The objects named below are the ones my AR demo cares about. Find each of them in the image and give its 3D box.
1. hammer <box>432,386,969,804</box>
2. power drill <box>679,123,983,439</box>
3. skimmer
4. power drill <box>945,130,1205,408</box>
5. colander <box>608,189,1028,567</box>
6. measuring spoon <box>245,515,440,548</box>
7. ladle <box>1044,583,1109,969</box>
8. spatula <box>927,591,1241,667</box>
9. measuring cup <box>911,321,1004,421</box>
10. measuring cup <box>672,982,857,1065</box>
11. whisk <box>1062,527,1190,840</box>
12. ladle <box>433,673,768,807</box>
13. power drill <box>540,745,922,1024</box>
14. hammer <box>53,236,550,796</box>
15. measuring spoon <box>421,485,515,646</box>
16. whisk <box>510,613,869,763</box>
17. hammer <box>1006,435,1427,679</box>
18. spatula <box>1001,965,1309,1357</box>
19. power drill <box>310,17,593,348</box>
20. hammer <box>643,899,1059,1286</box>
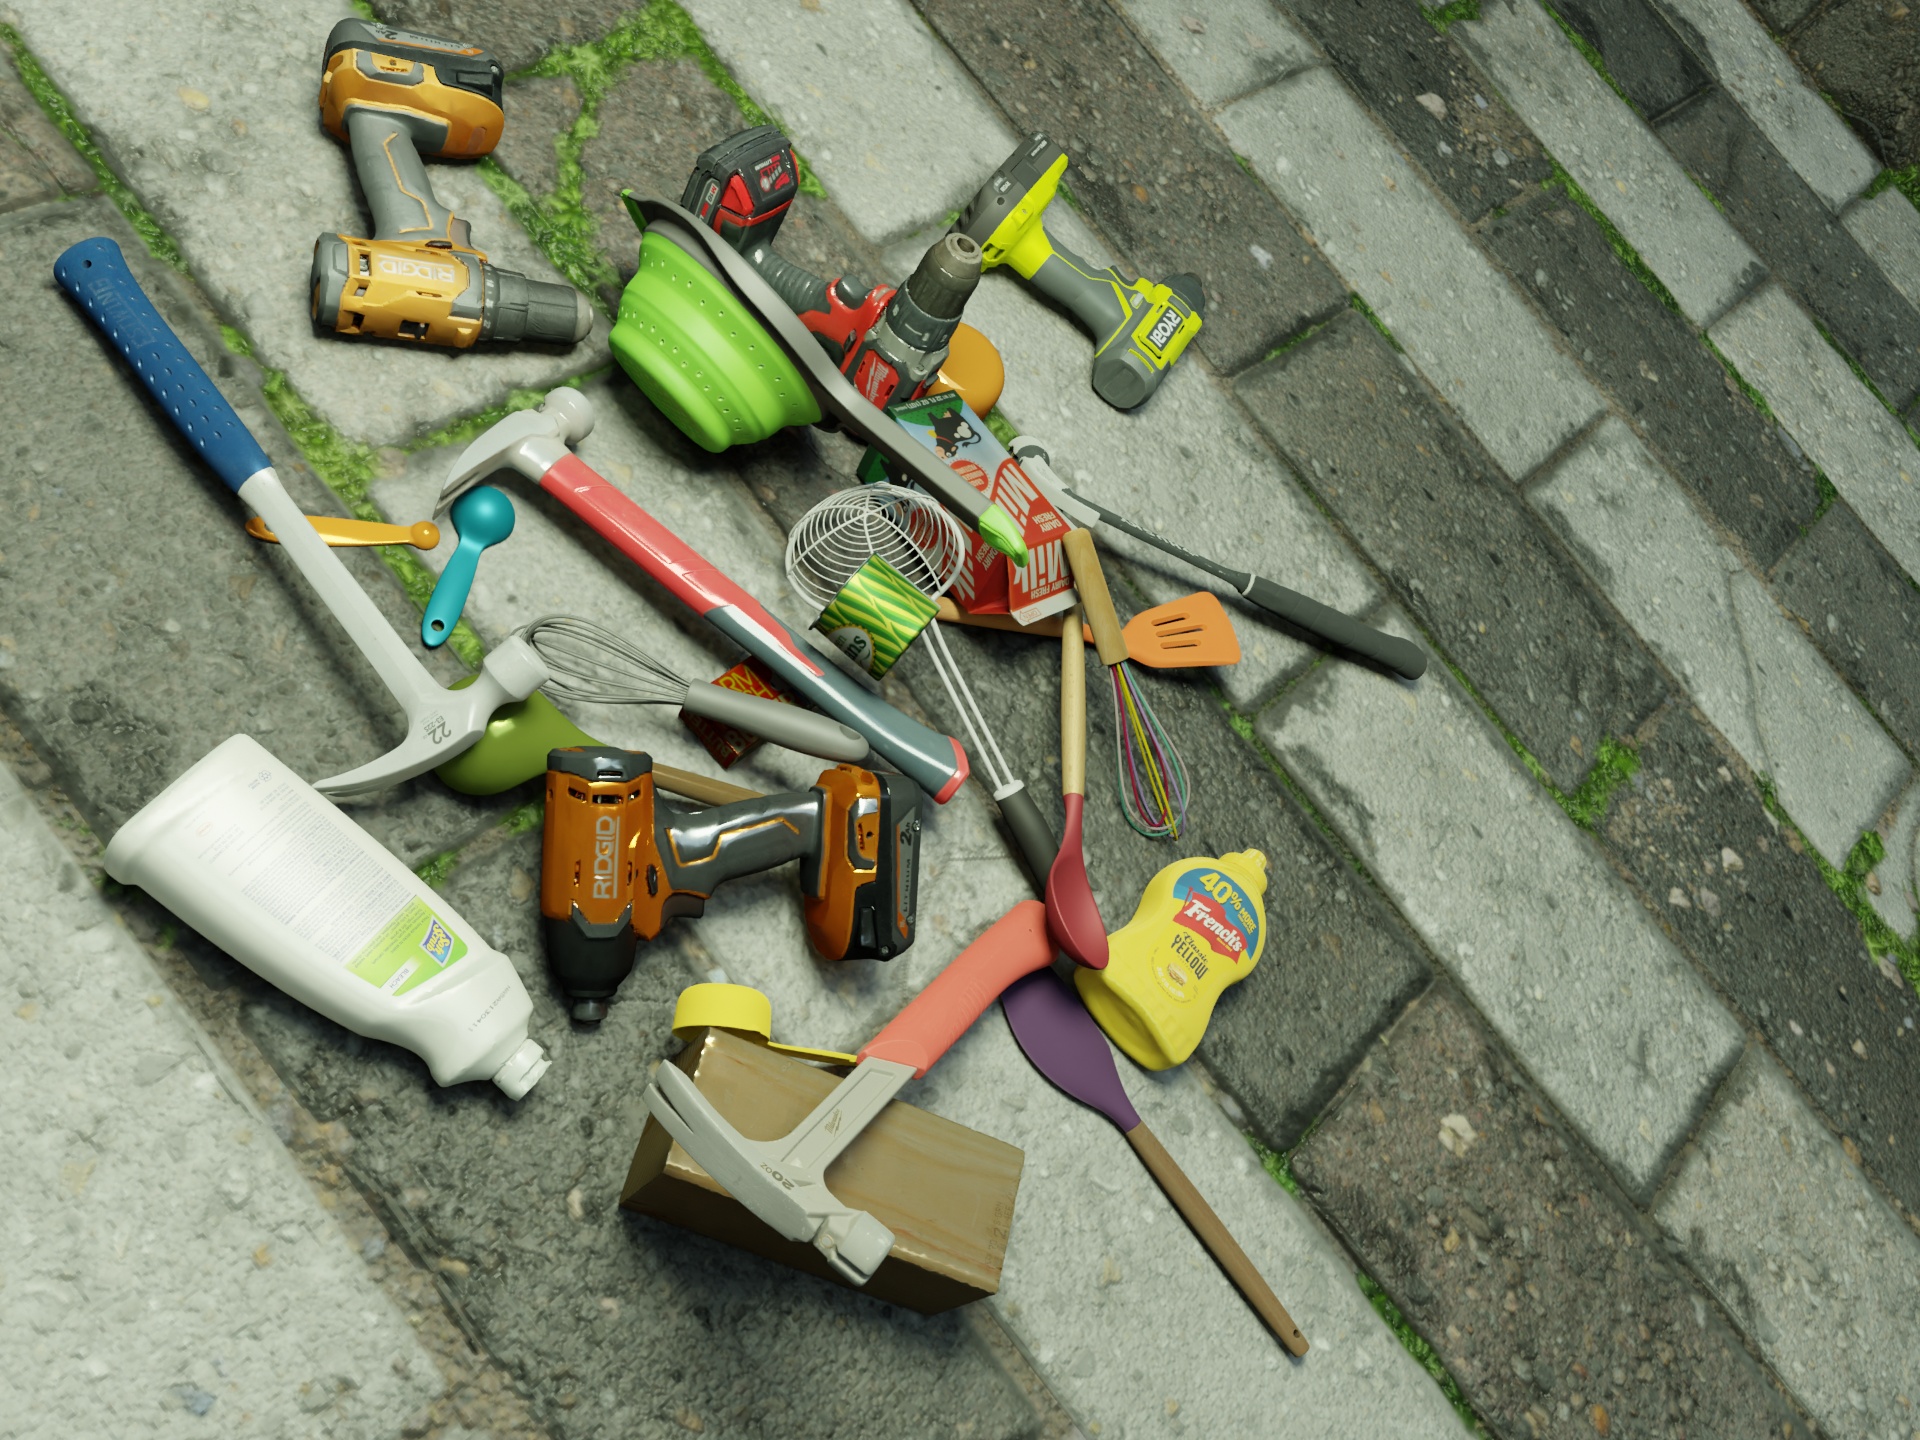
[{"bbox_3d":[-0.160,-0.065,1.053,0.386,0.038,0.143,39,45,-2],"label":"hammer"},{"bbox_3d":[-0.096,-0.337,1.178,0.227,0.187,0.080,43,48,2],"label":"power drill"},{"bbox_3d":[-0.002,-0.004,1.136,0.127,0.090,0.363,-28,94,-18],"label":"skimmer"},{"bbox_3d":[0.111,-0.397,1.392,0.223,0.080,0.171,41,54,-9],"label":"power drill"},{"bbox_3d":[-0.121,-0.206,1.089,0.397,0.204,0.094,42,83,20],"label":"colander"},{"bbox_3d":[-0.389,-0.121,1.008,0.117,0.011,0.021,0,66,-29],"label":"measuring spoon"},{"bbox_3d":[0.080,0.031,1.129,0.069,0.031,0.316,40,42,-44],"label":"ladle"},{"bbox_3d":[0.064,-0.081,1.219,0.322,0.041,0.081,7,46,-24],"label":"spatula"},{"bbox_3d":[0.003,-0.240,1.260,0.095,0.052,0.174,-3,65,-30],"label":"measuring cup"},{"bbox_3d":[-0.107,0.186,0.964,0.156,0.062,0.029,25,58,-45],"label":"measuring cup"},{"bbox_3d":[0.119,-0.024,1.176,0.047,0.051,0.245,-35,109,-60],"label":"whisk"},{"bbox_3d":[-0.184,0.043,1.025,0.320,0.062,0.078,19,65,-27],"label":"ladle"},{"bbox_3d":[-0.143,0.101,0.975,0.226,0.084,0.164,3,91,-25],"label":"power drill"},{"bbox_3d":[-0.422,-0.132,0.954,0.144,0.035,0.406,-40,79,-5],"label":"hammer"},{"bbox_3d":[-0.320,-0.103,1.029,0.042,0.021,0.129,23,55,-19],"label":"measuring spoon"},{"bbox_3d":[-0.173,-0.016,1.020,0.239,0.055,0.055,18,57,-3],"label":"whisk"},{"bbox_3d":[0.224,-0.117,1.302,0.408,0.036,0.149,22,22,-24],"label":"hammer"},{"bbox_3d":[0.131,0.296,1.073,0.060,0.018,0.316,-34,83,-37],"label":"spatula"},{"bbox_3d":[-0.356,-0.362,1.113,0.185,0.084,0.226,2,69,-29],"label":"power drill"},{"bbox_3d":[-0.032,0.182,0.947,0.149,0.036,0.359,38,28,10],"label":"hammer"}]
